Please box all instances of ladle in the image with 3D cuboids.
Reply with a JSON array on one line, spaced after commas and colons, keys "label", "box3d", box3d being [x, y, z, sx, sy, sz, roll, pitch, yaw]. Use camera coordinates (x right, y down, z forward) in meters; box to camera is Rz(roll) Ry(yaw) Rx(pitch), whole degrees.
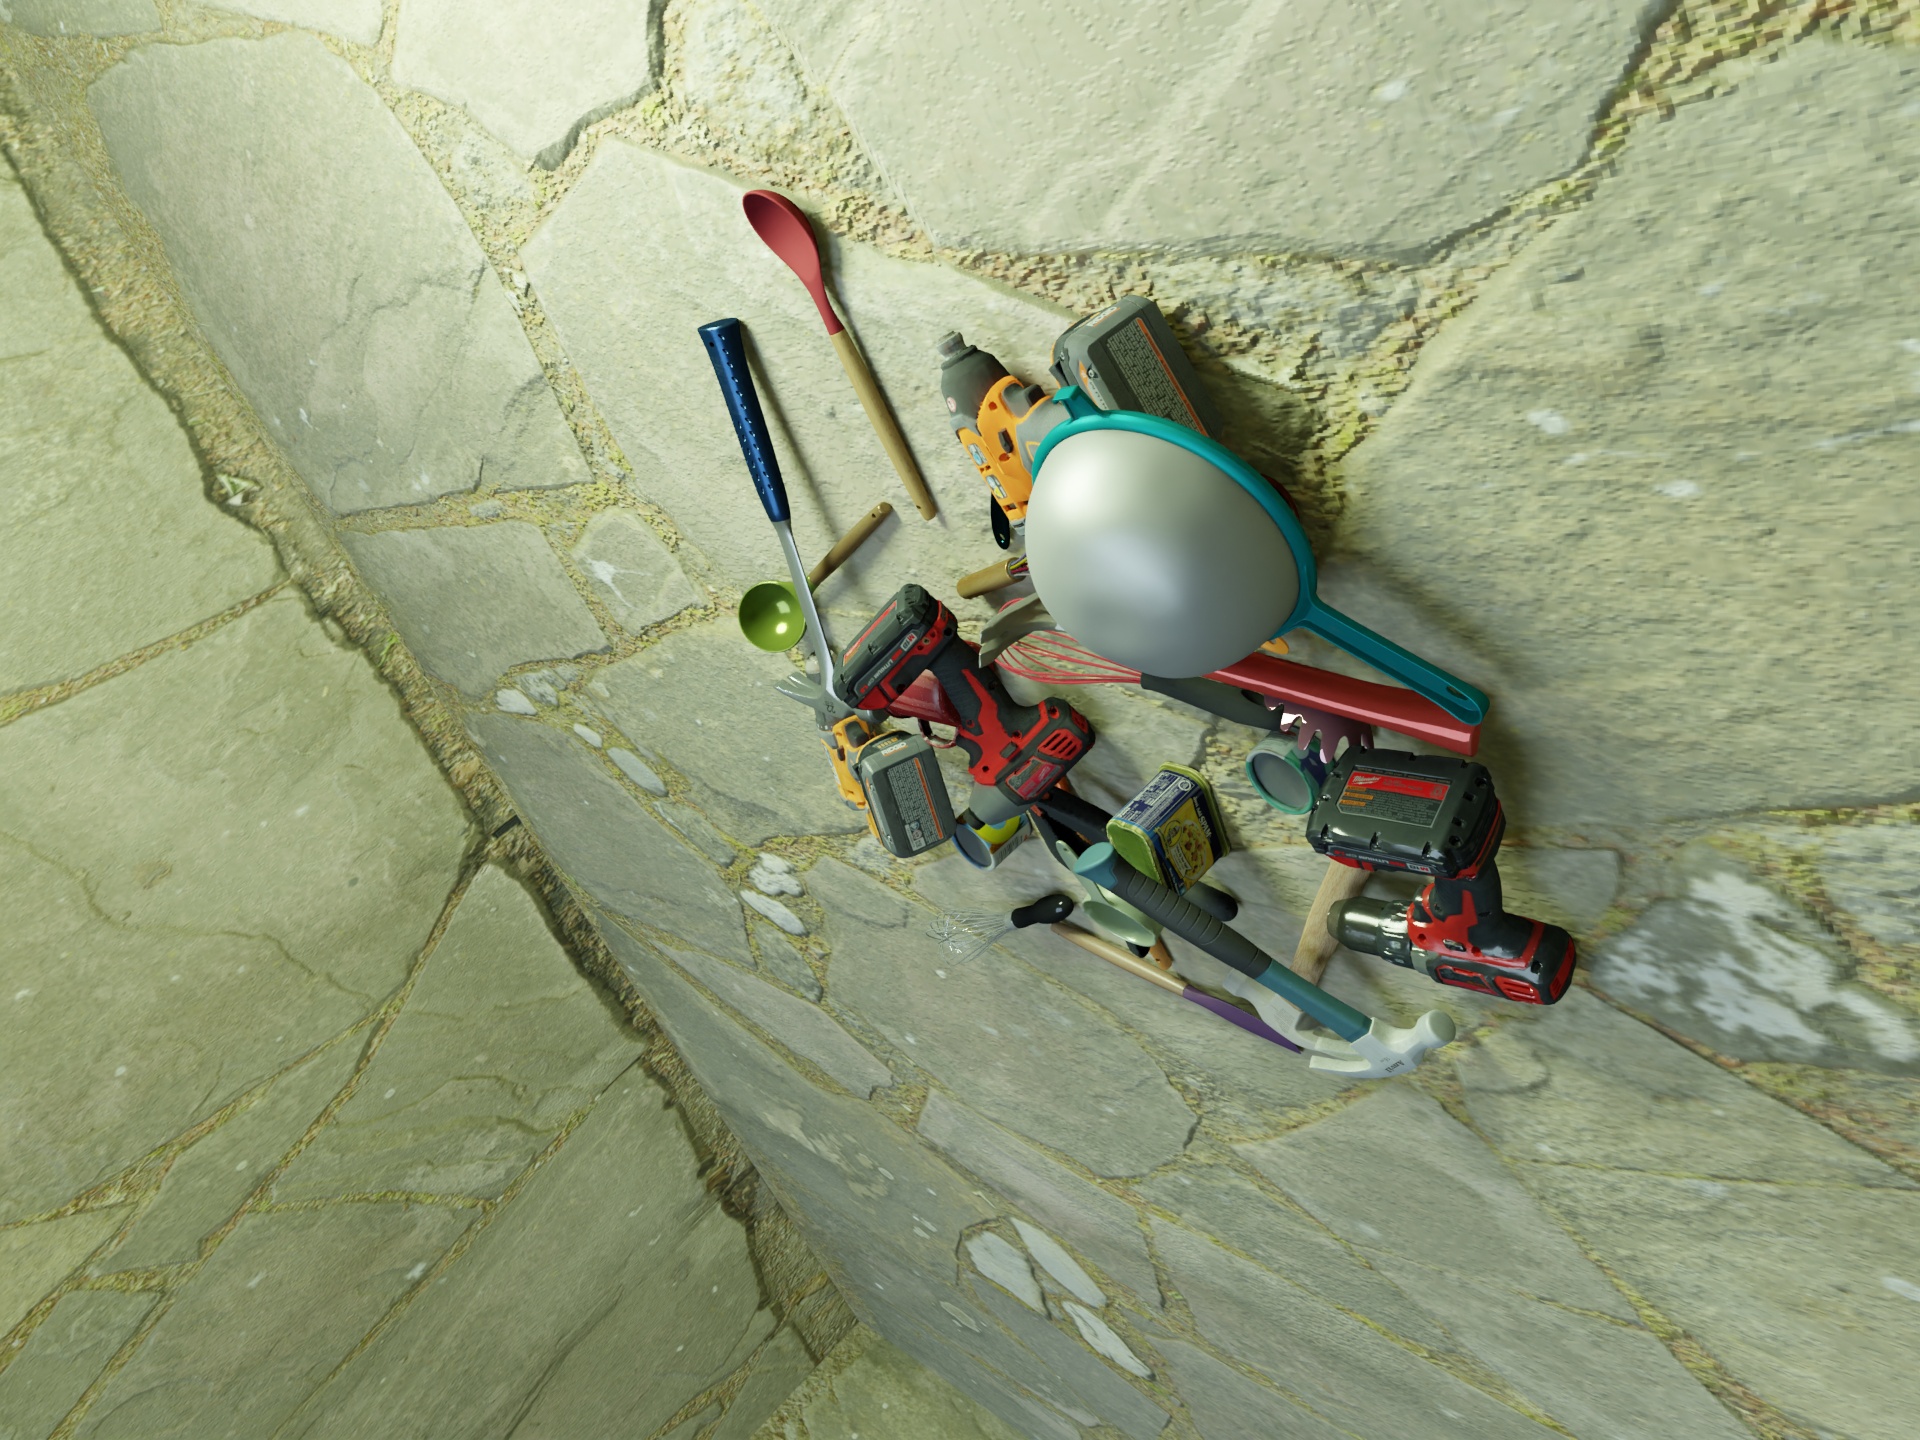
[{"label": "ladle", "box3d": [-0.092, -0.303, 1.334, 0.069, 0.031, 0.315, 13, 138, 53]}, {"label": "ladle", "box3d": [-0.144, -0.145, 1.582, 0.078, 0.062, 0.320, 55, 150, -2]}]

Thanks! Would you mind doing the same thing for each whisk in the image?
[{"label": "whisk", "box3d": [0.137, -0.042, 1.294, 0.296, 0.073, 0.073, 21, 142, 35]}, {"label": "whisk", "box3d": [0.047, 0.227, 1.776, 0.070, 0.070, 0.284, 53, 148, -7]}, {"label": "whisk", "box3d": [0.053, -0.131, 1.320, 0.051, 0.047, 0.245, 64, 155, -7]}]

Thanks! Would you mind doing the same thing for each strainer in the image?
[{"label": "strainer", "box3d": [0.173, -0.063, 1.035, 0.340, 0.095, 0.210, 31, 155, 12]}]

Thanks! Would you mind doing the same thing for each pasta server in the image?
[{"label": "pasta server", "box3d": [0.186, -0.047, 1.233, 0.316, 0.060, 0.040, 29, 123, 39]}]

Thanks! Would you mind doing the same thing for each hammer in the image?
[{"label": "hammer", "box3d": [-0.175, -0.184, 1.530, 0.144, 0.035, 0.405, 9, 125, 43]}, {"label": "hammer", "box3d": [0.309, 0.186, 1.354, 0.130, 0.031, 0.331, 38, 150, 23]}, {"label": "hammer", "box3d": [0.193, -0.036, 1.140, 0.359, 0.149, 0.036, 18, 123, 32]}, {"label": "hammer", "box3d": [0.244, 0.201, 1.341, 0.331, 0.033, 0.128, 33, 140, -2]}]

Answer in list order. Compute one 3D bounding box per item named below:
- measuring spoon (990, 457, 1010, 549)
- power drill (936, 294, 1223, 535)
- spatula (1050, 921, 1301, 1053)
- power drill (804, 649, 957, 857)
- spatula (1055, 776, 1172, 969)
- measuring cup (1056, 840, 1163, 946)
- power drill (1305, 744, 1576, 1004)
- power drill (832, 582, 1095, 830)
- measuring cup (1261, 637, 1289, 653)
[{"label": "measuring spoon", "box3d": [0.038, -0.183, 1.310, 0.042, 0.021, 0.128, 41, 161, 21]}, {"label": "power drill", "box3d": [0.069, -0.225, 1.138, 0.164, 0.084, 0.226, 57, 156, -13]}, {"label": "spatula", "box3d": [0.209, 0.264, 1.613, 0.316, 0.018, 0.059, 22, 160, 43]}, {"label": "power drill", "box3d": [-0.095, 0.030, 1.667, 0.226, 0.084, 0.185, 35, 146, 62]}, {"label": "spatula", "box3d": [0.121, 0.124, 1.543, 0.081, 0.041, 0.322, -16, 115, 42]}, {"label": "measuring cup", "box3d": [0.131, 0.143, 1.422, 0.083, 0.038, 0.167, 13, 150, 42]}, {"label": "power drill", "box3d": [0.326, 0.117, 1.147, 0.188, 0.080, 0.226, 9, 147, 42]}, {"label": "power drill", "box3d": [-0.002, -0.005, 1.411, 0.219, 0.143, 0.079, 40, -164, -15]}, {"label": "measuring cup", "box3d": [0.178, -0.107, 1.156, 0.174, 0.052, 0.095, 35, 149, 23]}]
